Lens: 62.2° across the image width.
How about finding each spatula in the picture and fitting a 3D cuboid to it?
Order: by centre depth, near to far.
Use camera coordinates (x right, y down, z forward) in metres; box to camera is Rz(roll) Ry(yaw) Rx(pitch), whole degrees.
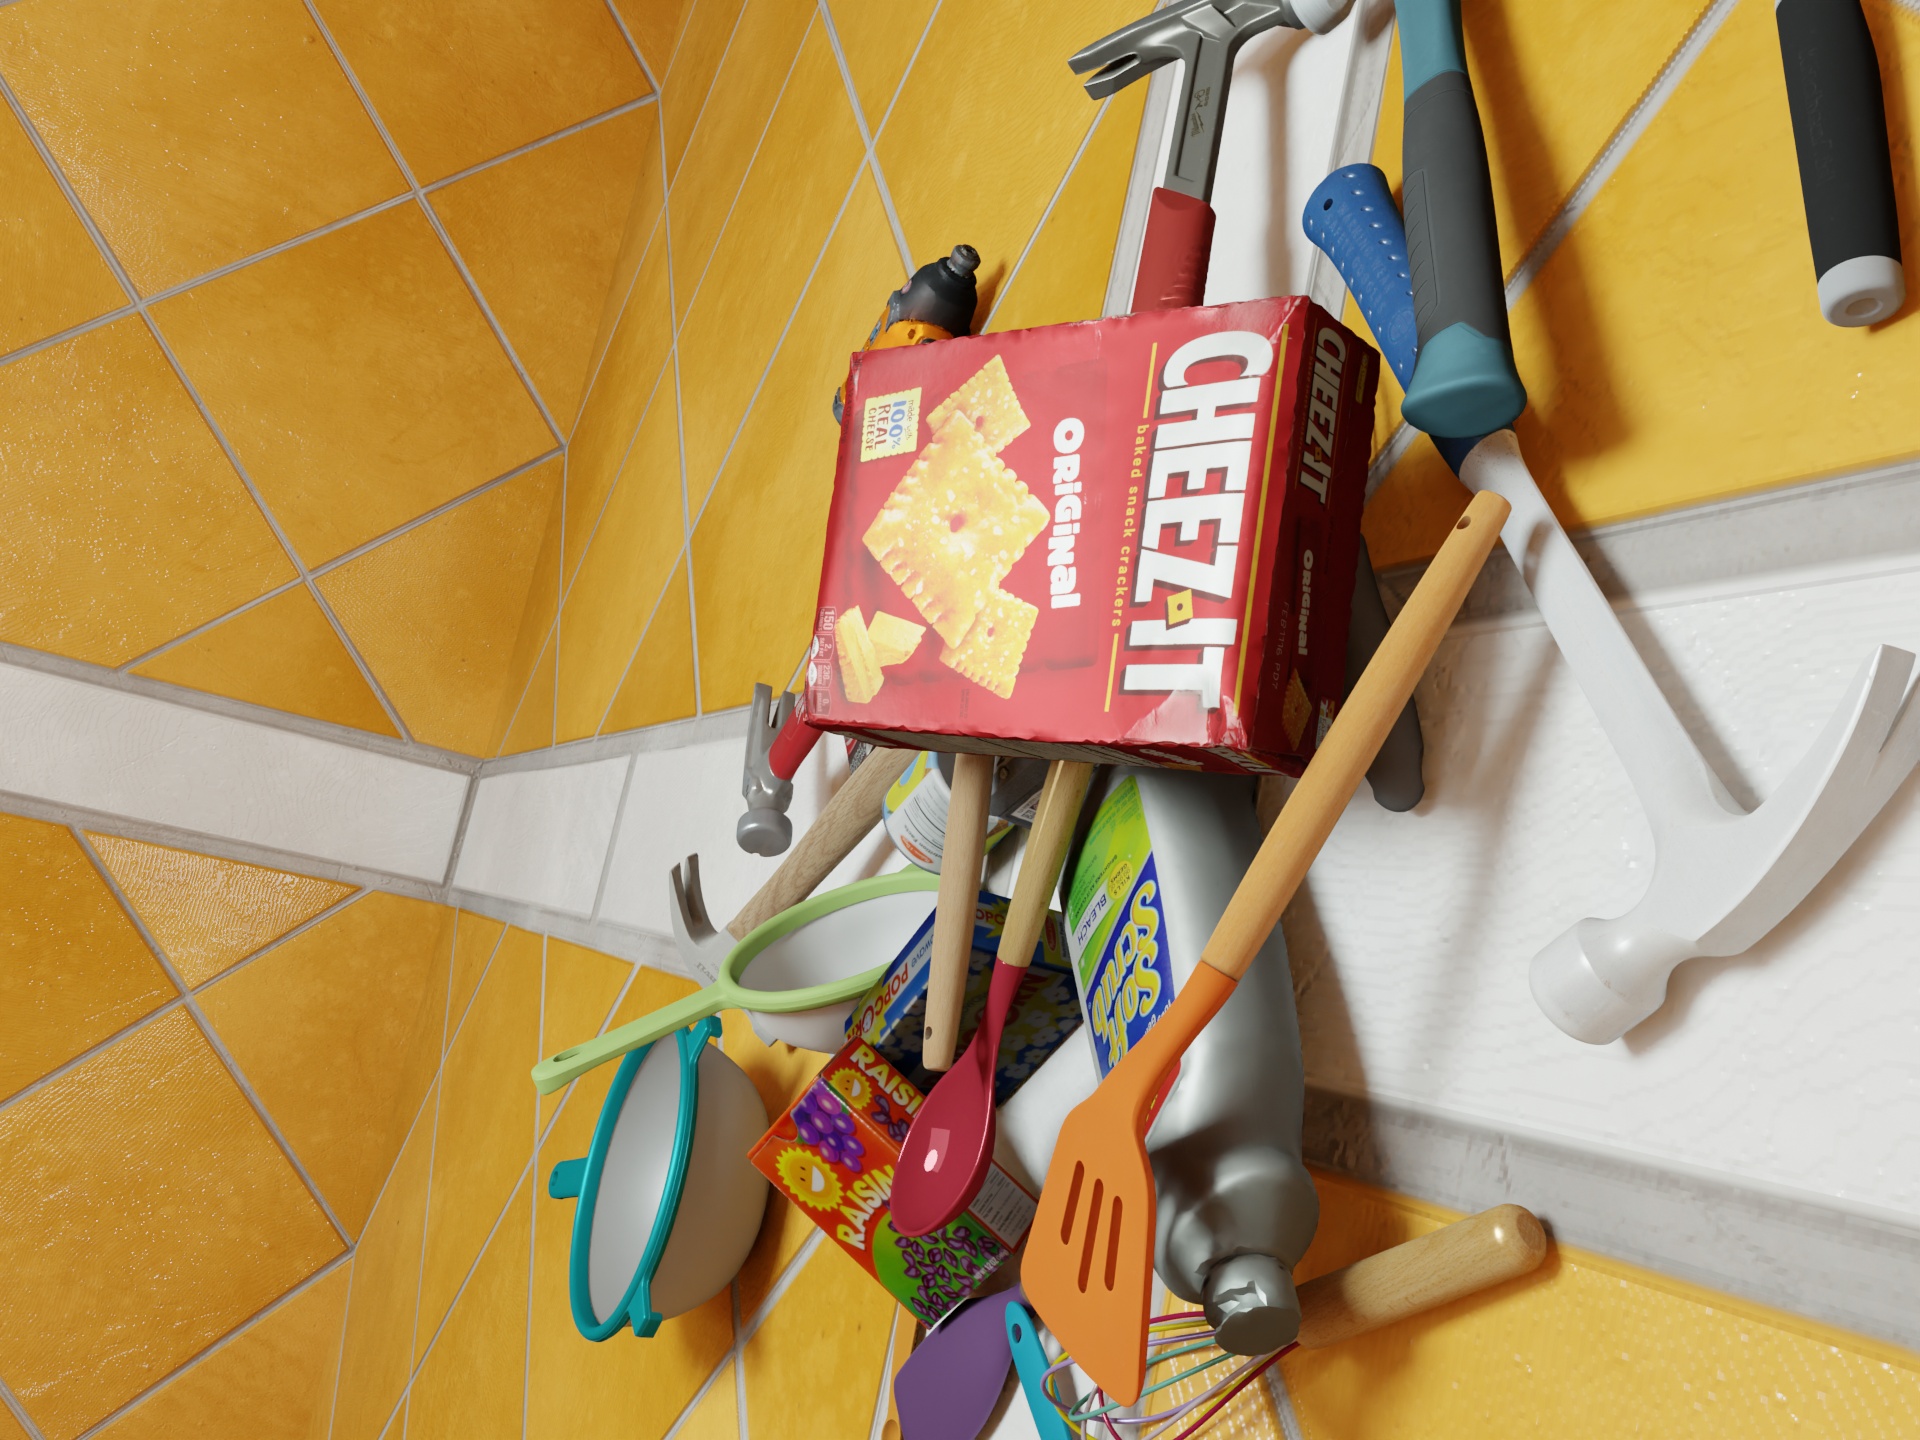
[{"bbox_3d":[0.105,0.067,0.535,0.322,0.041,0.081,-59,27,-3],"label":"spatula"},{"bbox_3d":[0.046,0.244,0.709,0.315,0.018,0.060,-57,36,32],"label":"spatula"},{"bbox_3d":[-0.001,-0.002,0.724,0.082,0.044,0.318,-24,53,54],"label":"spatula"}]

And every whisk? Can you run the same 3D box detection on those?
[{"bbox_3d":[0.112,0.222,0.569,0.245,0.051,0.047,-44,59,42],"label":"whisk"},{"bbox_3d":[0.153,-0.068,0.649,0.055,0.055,0.239,-45,41,47],"label":"whisk"}]

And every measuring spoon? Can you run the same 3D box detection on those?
[{"bbox_3d":[0.034,0.307,0.672,0.042,0.021,0.129,-57,38,33],"label":"measuring spoon"},{"bbox_3d":[-0.025,0.321,0.827,0.021,0.011,0.117,-28,47,54],"label":"measuring spoon"}]

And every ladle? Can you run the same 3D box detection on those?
[{"bbox_3d":[0.028,0.078,0.680,0.069,0.031,0.315,-140,64,-65],"label":"ladle"}]

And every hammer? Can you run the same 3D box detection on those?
[{"bbox_3d":[0.199,-0.093,0.575,0.144,0.035,0.406,-54,31,37],"label":"hammer"},{"bbox_3d":[0.189,-0.237,0.631,0.128,0.033,0.331,-30,41,42],"label":"hammer"},{"bbox_3d":[0.094,-0.217,0.756,0.149,0.036,0.359,-9,56,35],"label":"hammer"},{"bbox_3d":[-0.057,-0.071,1.006,0.386,0.038,0.143,-52,28,44],"label":"hammer"},{"bbox_3d":[-0.081,0.069,1.013,0.331,0.130,0.031,-49,-6,29],"label":"hammer"}]

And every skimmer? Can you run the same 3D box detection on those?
[{"bbox_3d":[0.250,-0.295,0.520,0.127,0.090,0.363,143,136,-60],"label":"skimmer"}]

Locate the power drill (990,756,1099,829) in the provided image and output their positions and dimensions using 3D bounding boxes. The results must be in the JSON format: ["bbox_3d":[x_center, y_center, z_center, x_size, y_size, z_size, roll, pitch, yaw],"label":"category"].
[{"bbox_3d":[0.081,-0.076,0.769,0.185,0.084,0.226,-43,34,45],"label":"power drill"}]

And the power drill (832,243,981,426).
[{"bbox_3d":[-0.028,-0.215,1.085,0.164,0.084,0.227,-54,27,36],"label":"power drill"}]

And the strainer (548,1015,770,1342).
[{"bbox_3d":[-0.211,0.327,1.118,0.340,0.095,0.211,-32,44,59],"label":"strainer"}]

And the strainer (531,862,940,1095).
[{"bbox_3d":[-0.100,0.163,0.866,0.151,0.256,0.069,-152,41,-71],"label":"strainer"}]

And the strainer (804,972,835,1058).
[{"bbox_3d":[-0.054,0.220,0.908,0.259,0.050,0.086,-117,11,-51],"label":"strainer"}]
